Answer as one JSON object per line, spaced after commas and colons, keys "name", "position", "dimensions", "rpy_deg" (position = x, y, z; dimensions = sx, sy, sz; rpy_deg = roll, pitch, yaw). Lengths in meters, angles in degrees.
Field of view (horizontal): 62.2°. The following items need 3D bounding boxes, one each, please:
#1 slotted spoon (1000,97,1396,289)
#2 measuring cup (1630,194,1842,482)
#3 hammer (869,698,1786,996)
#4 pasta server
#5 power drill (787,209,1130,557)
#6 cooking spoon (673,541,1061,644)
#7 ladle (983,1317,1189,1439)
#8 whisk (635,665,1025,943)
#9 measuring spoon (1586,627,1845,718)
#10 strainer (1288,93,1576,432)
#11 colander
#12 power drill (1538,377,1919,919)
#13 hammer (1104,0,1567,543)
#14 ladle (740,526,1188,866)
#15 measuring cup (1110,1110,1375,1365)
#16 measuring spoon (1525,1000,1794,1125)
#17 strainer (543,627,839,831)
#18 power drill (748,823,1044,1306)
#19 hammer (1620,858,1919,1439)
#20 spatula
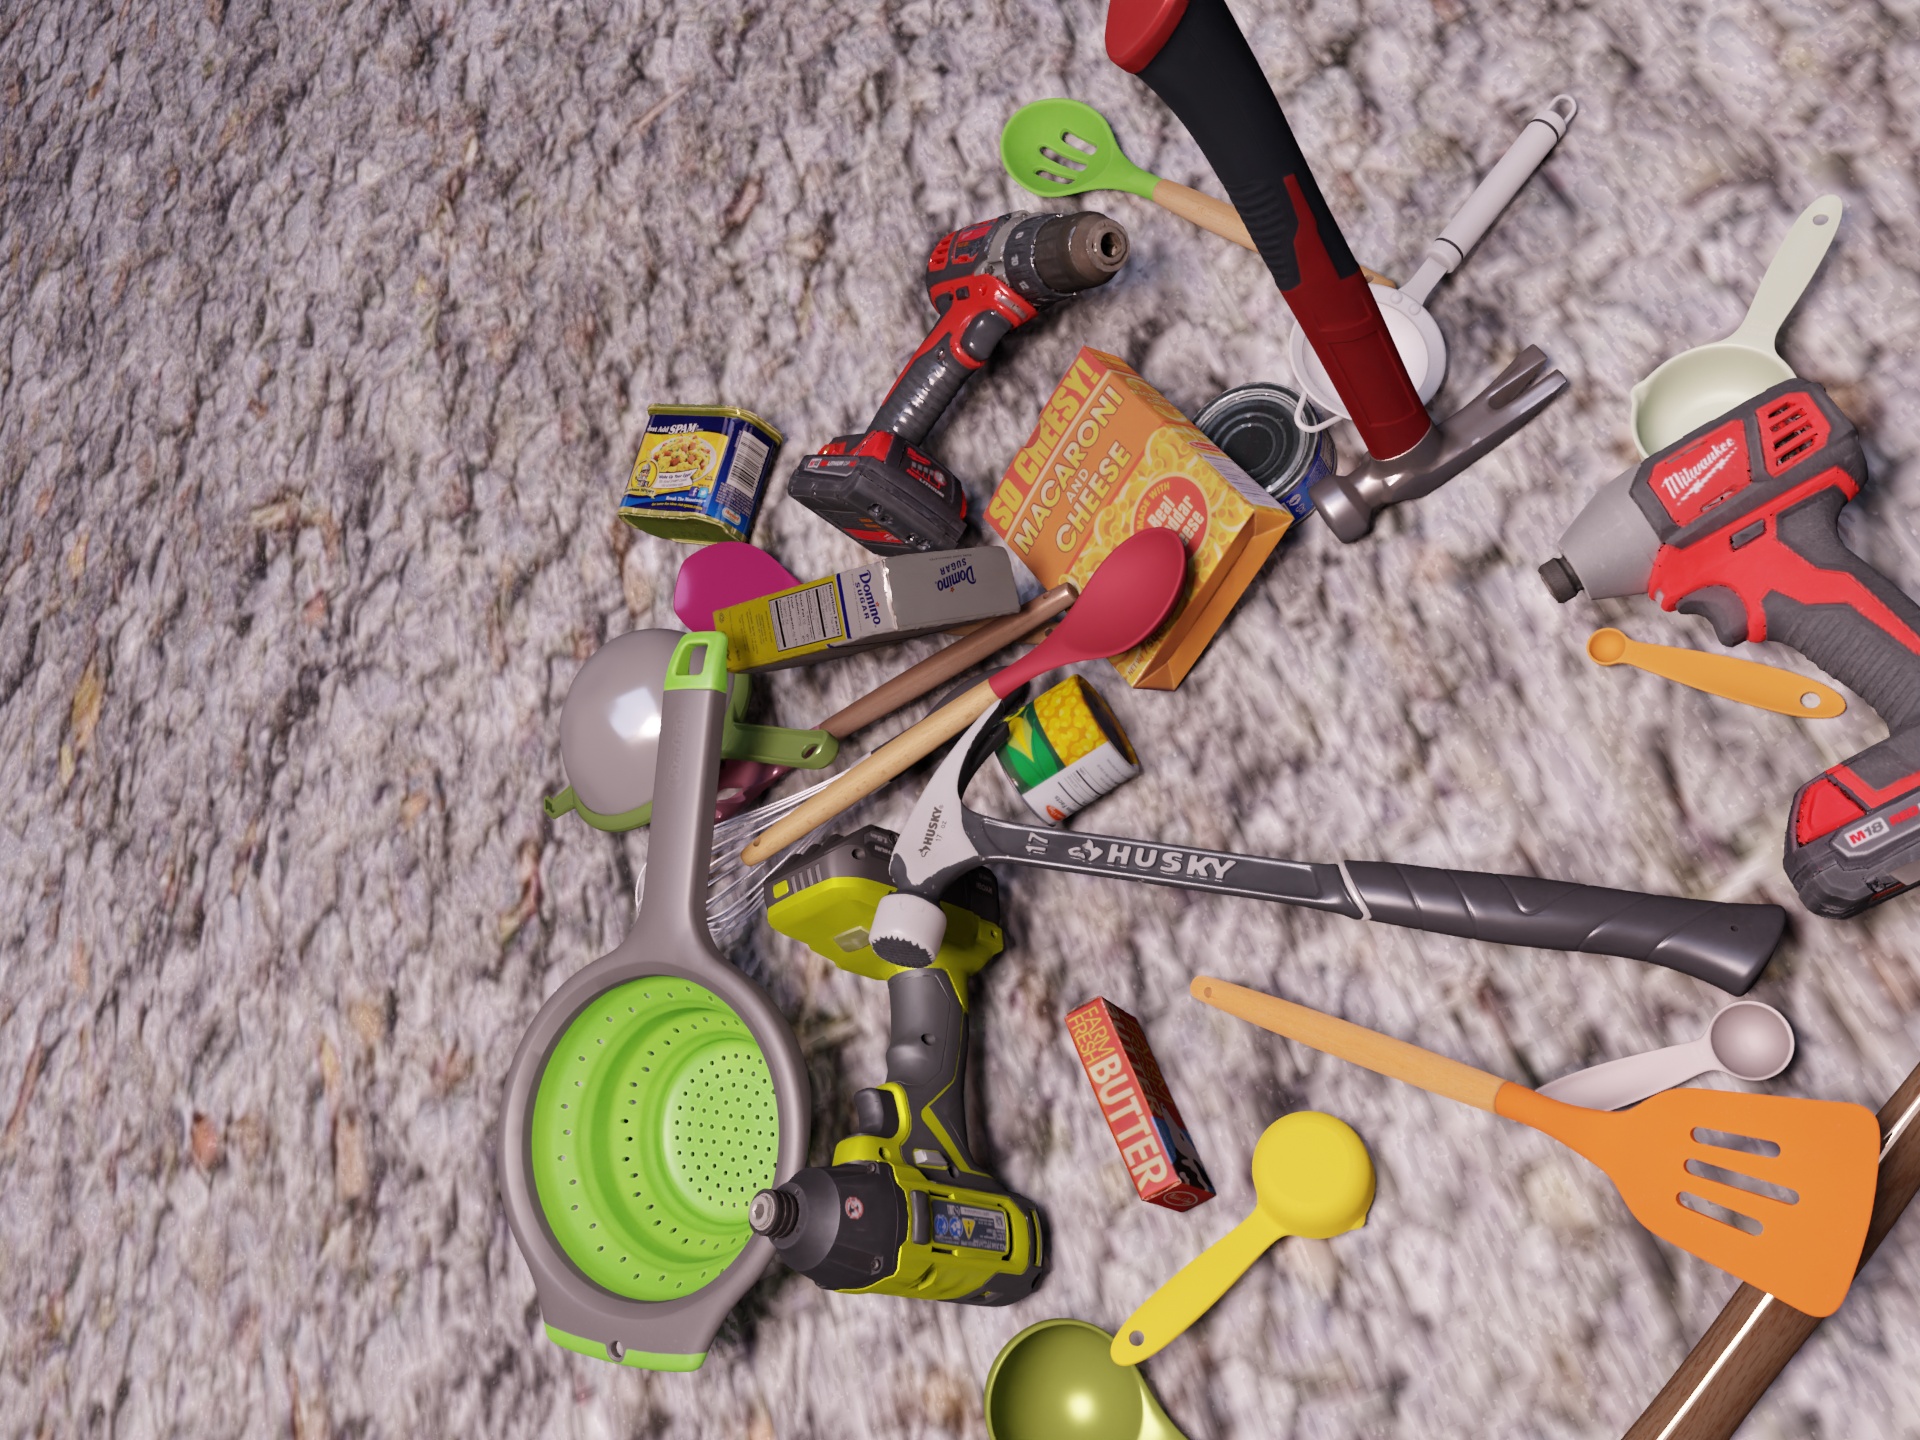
{"name": "slotted spoon", "position": [0.144, -0.323, 1.002], "dimensions": [0.314, 0.031, 0.070], "rpy_deg": [37, 91, 34]}
{"name": "measuring cup", "position": [0.396, -0.183, 0.790], "dimensions": [0.083, 0.038, 0.167], "rpy_deg": [26, 82, 35]}
{"name": "hammer", "position": [0.167, 0.075, 0.758], "dimensions": [0.409, 0.036, 0.149], "rpy_deg": [6, 55, 17]}
{"name": "pasta server", "position": [-0.065, -0.008, 0.962], "dimensions": [0.316, 0.040, 0.060], "rpy_deg": [-29, 40, 26]}
{"name": "power drill", "position": [0.003, -0.213, 0.973], "dimensions": [0.227, 0.080, 0.188], "rpy_deg": [-61, 29, -7]}
{"name": "cooking spoon", "position": [-0.065, -0.071, 1.021], "dimensions": [0.319, 0.017, 0.069], "rpy_deg": [10, 87, 33]}
{"name": "ladle", "position": [0.151, 0.356, 0.695], "dimensions": [0.320, 0.062, 0.078], "rpy_deg": [16, 75, 31]}
{"name": "whisk", "position": [-0.080, 0.049, 0.962], "dimensions": [0.284, 0.070, 0.070], "rpy_deg": [-33, 57, 8]}
{"name": "measuring spoon", "position": [0.359, -0.021, 0.761], "dimensions": [0.117, 0.011, 0.021], "rpy_deg": [20, 81, 31]}
{"name": "strainer", "position": [0.267, -0.253, 0.893], "dimensions": [0.087, 0.050, 0.258], "rpy_deg": [38, 85, 10]}
{"name": "colander", "position": [-0.145, 0.151, 0.904], "dimensions": [0.204, 0.094, 0.397], "rpy_deg": [-1, 79, 27]}
{"name": "power drill", "position": [0.364, -0.031, 0.700], "dimensions": [0.143, 0.078, 0.220], "rpy_deg": [-31, 66, 16]}
{"name": "hammer", "position": [0.173, -0.211, 0.715], "dimensions": [0.143, 0.385, 0.038], "rpy_deg": [-36, 56, 13]}
{"name": "ladle", "position": [-0.001, -0.003, 0.885], "dimensions": [0.315, 0.031, 0.069], "rpy_deg": [-34, 42, 17]}
{"name": "measuring cup", "position": [0.128, 0.243, 0.744], "dimensions": [0.156, 0.029, 0.062], "rpy_deg": [-39, 53, -11]}
{"name": "measuring spoon", "position": [0.310, 0.159, 0.713], "dimensions": [0.124, 0.018, 0.034], "rpy_deg": [-27, 60, 26]}
{"name": "strainer", "position": [-0.175, -0.004, 0.983], "dimensions": [0.256, 0.069, 0.151], "rpy_deg": [5, 59, 47]}
{"name": "power drill", "position": [-0.038, 0.175, 0.810], "dimensions": [0.080, 0.171, 0.223], "rpy_deg": [-28, 53, 35]}
{"name": "hammer", "position": [0.359, 0.184, 0.630], "dimensions": [0.331, 0.130, 0.031], "rpy_deg": [-57, 12, 7]}
{"name": "spatula", "position": [0.225, 0.160, 0.704], "dimensions": [0.323, 0.041, 0.081], "rpy_deg": [12, 90, 53]}
